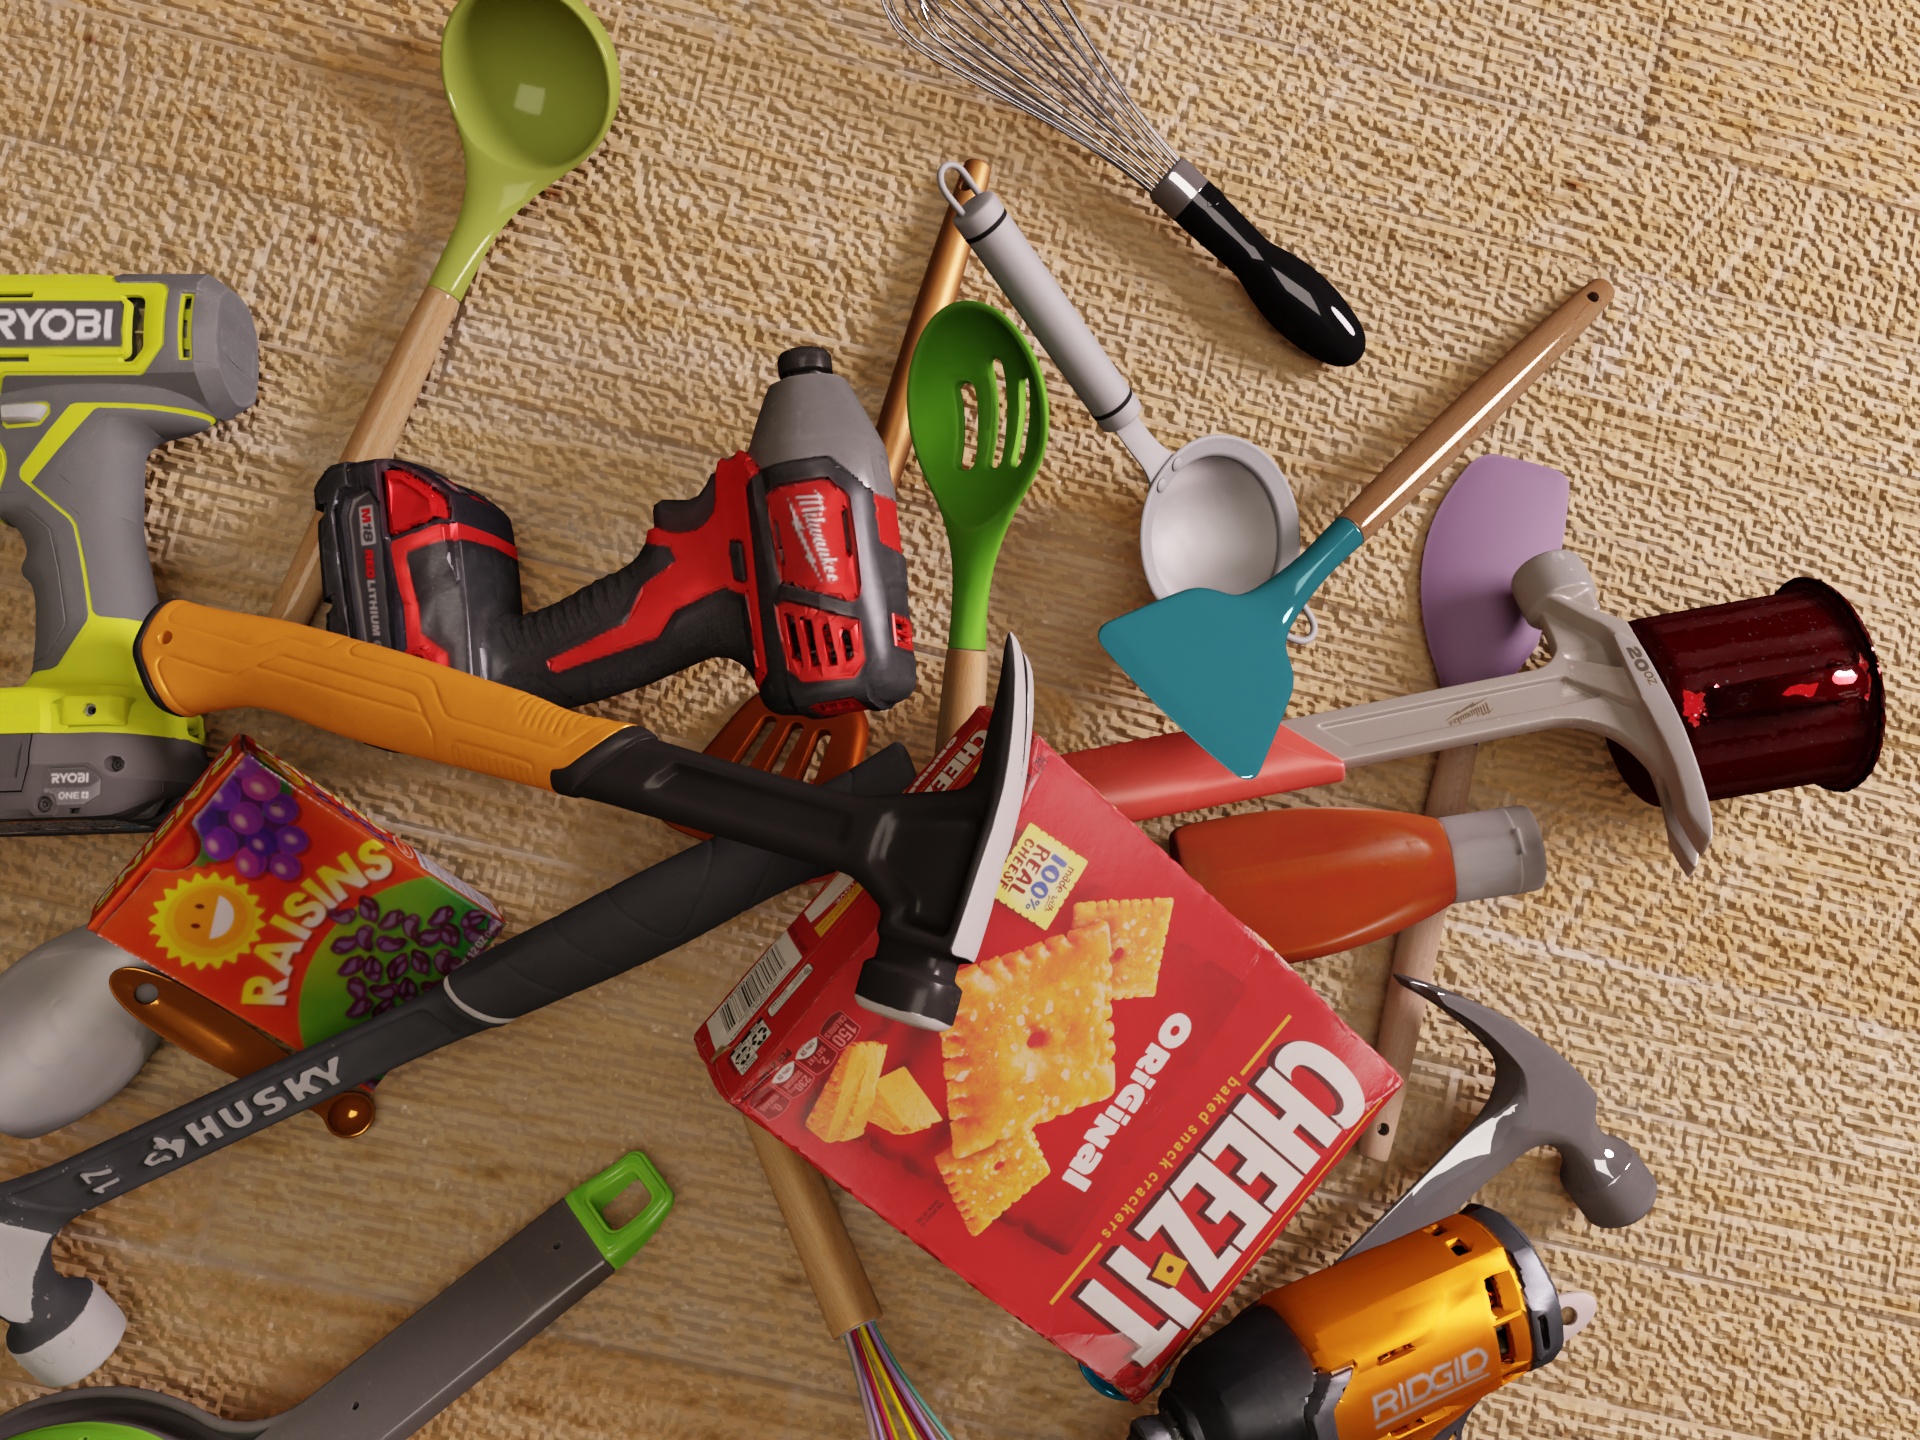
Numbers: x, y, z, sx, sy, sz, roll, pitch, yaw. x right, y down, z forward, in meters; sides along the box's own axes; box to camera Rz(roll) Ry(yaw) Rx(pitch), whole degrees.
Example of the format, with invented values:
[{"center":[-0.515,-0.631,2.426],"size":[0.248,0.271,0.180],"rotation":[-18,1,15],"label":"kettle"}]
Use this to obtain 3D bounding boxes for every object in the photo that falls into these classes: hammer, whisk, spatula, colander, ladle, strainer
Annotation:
[{"center":[0.106,0.026,0.650],"size":[0.359,0.036,0.149],"rotation":[-11,55,1],"label":"hammer"},{"center":[-0.029,0.253,0.610],"size":[0.051,0.047,0.245],"rotation":[-30,66,4],"label":"whisk"},{"center":[-0.039,-0.096,0.677],"size":[0.081,0.041,0.323],"rotation":[14,81,18],"label":"spatula"},{"center":[0.071,-0.254,0.695],"size":[0.284,0.070,0.070],"rotation":[42,83,-5],"label":"whisk"},{"center":[0.185,-0.099,0.670],"size":[0.082,0.044,0.317],"rotation":[45,72,8],"label":"spatula"},{"center":[-0.279,0.278,0.565],"size":[0.397,0.094,0.205],"rotation":[-37,55,-18],"label":"colander"},{"center":[0.211,0.034,0.696],"size":[0.060,0.018,0.316],"rotation":[13,83,2],"label":"spatula"},{"center":[-0.142,0.001,0.551],"size":[0.337,0.034,0.127],"rotation":[14,79,16],"label":"hammer"},{"center":[-0.231,-0.158,0.662],"size":[0.078,0.062,0.320],"rotation":[24,86,1],"label":"ladle"},{"center":[0.067,-0.122,0.648],"size":[0.087,0.050,0.258],"rotation":[-52,122,-17],"label":"strainer"},{"center":[0.100,0.272,0.637],"size":[0.405,0.035,0.144],"rotation":[-41,102,-8],"label":"hammer"},{"center":[-0.200,0.108,0.596],"size":[0.409,0.036,0.149],"rotation":[-26,117,-2],"label":"hammer"}]

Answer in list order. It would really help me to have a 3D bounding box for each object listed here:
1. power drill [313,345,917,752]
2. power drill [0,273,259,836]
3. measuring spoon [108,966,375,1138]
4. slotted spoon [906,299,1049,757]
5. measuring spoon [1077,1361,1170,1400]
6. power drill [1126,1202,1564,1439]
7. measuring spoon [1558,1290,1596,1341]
[{"center":[-0.130,-0.063,0.623],"size":[0.219,0.078,0.143],"rotation":[-8,85,9],"label":"power drill"},{"center":[-0.378,-0.068,0.634],"size":[0.171,0.080,0.223],"rotation":[-1,81,-5],"label":"power drill"},{"center":[-0.285,0.131,0.633],"size":[0.116,0.011,0.021],"rotation":[40,80,-22],"label":"measuring spoon"},{"center":[-0.001,-0.002,0.618],"size":[0.070,0.031,0.314],"rotation":[7,94,41],"label":"slotted spoon"},{"center":[0.094,0.228,0.673],"size":[0.042,0.021,0.128],"rotation":[43,74,-3],"label":"measuring spoon"},{"center":[0.153,0.310,0.596],"size":[0.164,0.084,0.226],"rotation":[-16,105,-16],"label":"power drill"},{"center":[0.218,0.275,0.674],"size":[0.124,0.018,0.034],"rotation":[-25,87,-7],"label":"measuring spoon"}]
